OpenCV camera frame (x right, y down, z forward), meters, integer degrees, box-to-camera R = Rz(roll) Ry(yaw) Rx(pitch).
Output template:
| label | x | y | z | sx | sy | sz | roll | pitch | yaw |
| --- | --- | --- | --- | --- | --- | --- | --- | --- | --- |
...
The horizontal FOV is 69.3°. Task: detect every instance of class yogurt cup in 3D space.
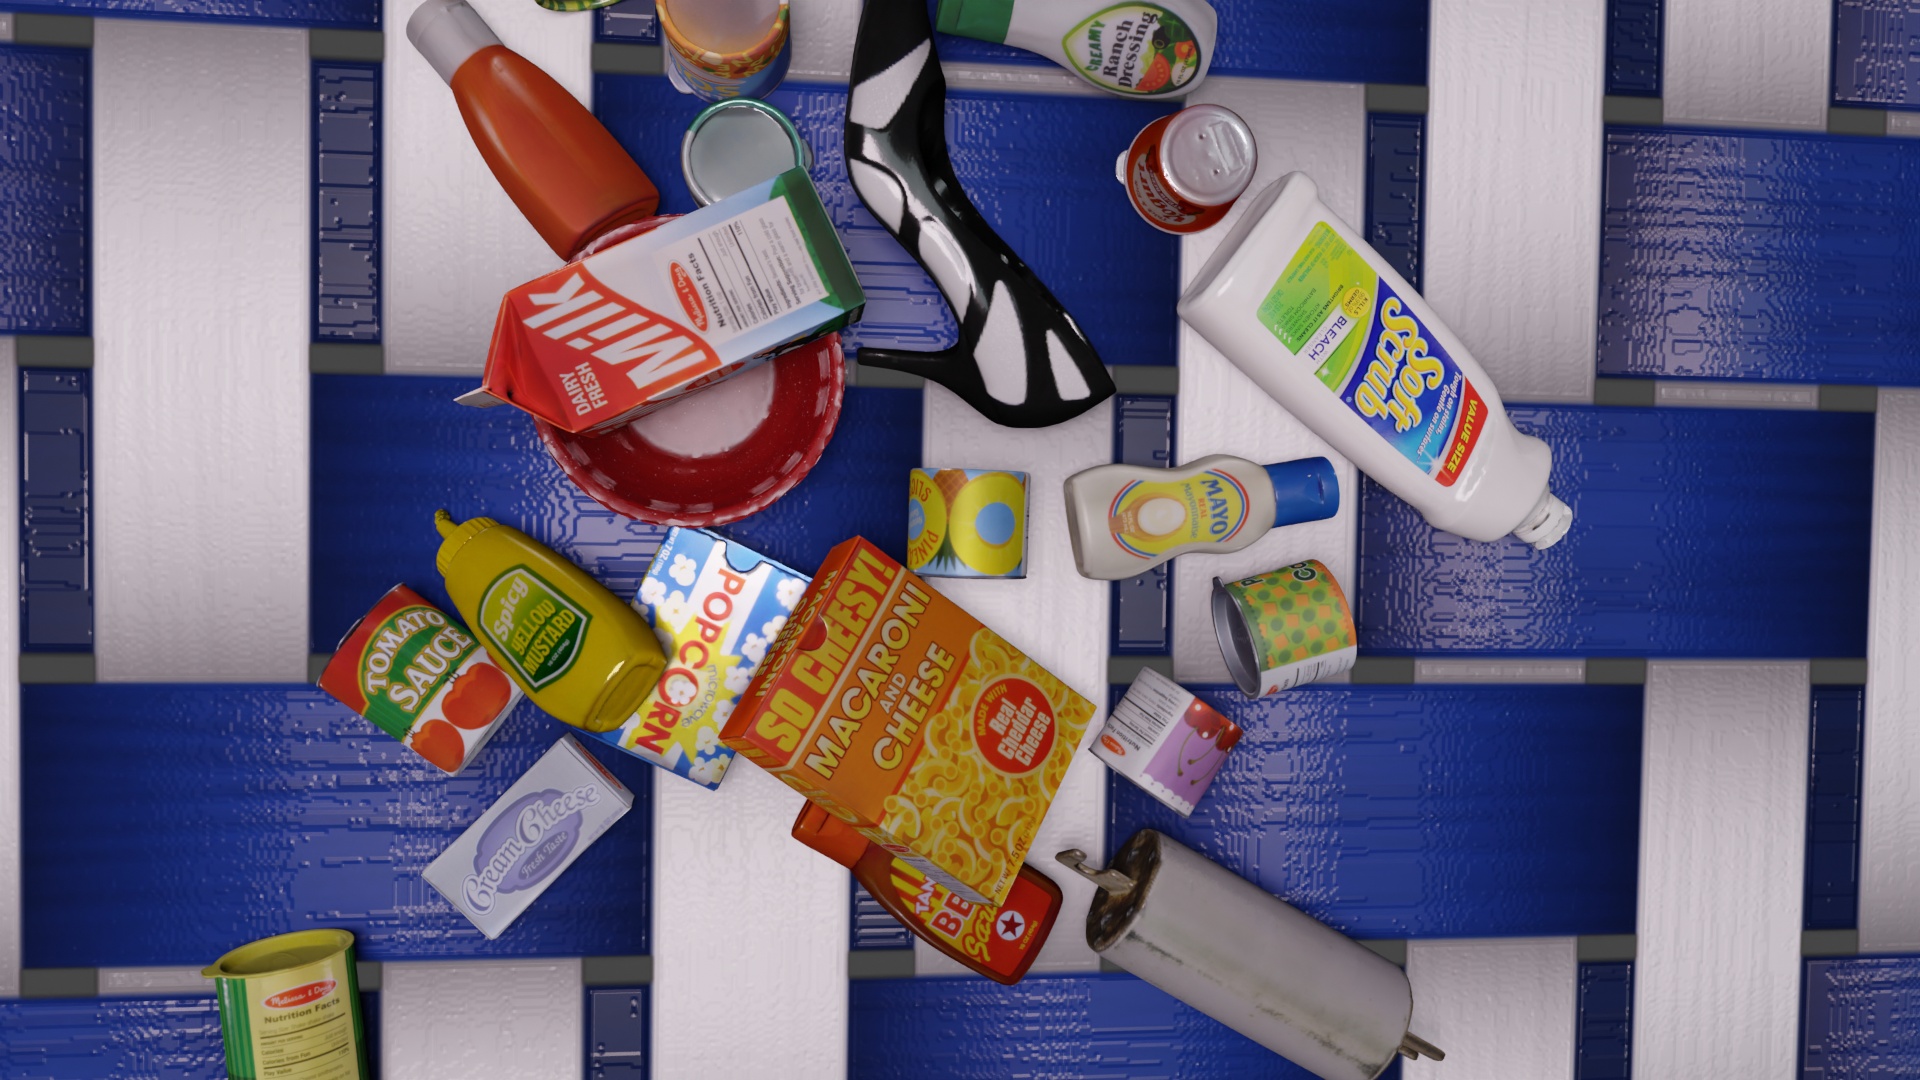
| label | x | y | z | sx | sy | sz | roll | pitch | yaw |
| --- | --- | --- | --- | --- | --- | --- | --- | --- | --- |
| yogurt cup | 0.129 | -0.206 | 0.763 | 0.072 | 0.054 | 0.072 | 0 | 92 | -7 |

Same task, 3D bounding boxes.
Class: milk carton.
| label | x | y | z | sx | sy | sz | roll | pitch | yaw |
| --- | --- | --- | --- | --- | --- | --- | --- | --- | --- |
| milk carton | -0.147 | -0.104 | 0.669 | 0.191 | 0.072 | 0.073 | -25 | 94 | -7 |

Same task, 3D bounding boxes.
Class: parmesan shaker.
| label | x | y | z | sx | sy | sz | roll | pitch | yaw |
| --- | --- | --- | --- | --- | --- | --- | --- | --- | --- |
| parmesan shaker | -0.346 | 0.262 | 0.716 | 0.071 | 0.071 | 0.103 | -5 | 93 | -6 |

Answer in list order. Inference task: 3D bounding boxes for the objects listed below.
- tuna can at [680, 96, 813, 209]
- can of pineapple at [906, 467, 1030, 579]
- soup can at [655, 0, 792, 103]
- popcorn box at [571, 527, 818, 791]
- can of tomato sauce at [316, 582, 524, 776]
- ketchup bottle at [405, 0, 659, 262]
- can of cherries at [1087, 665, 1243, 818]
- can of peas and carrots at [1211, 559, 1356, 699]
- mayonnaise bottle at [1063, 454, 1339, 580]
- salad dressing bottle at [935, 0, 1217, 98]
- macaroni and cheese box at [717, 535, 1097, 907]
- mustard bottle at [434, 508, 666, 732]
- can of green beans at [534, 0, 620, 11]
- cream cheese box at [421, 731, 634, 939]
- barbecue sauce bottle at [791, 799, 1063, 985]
| label | x | y | z | sx | sy | sz | roll | pitch | yaw |
| --- | --- | --- | --- | --- | --- | --- | --- | --- | --- |
| tuna can | -0.114 | -0.203 | 0.746 | 0.071 | 0.033 | 0.071 | 0 | 92 | -6 |
| can of pineapple | 0.003 | -0.009 | 0.748 | 0.071 | 0.071 | 0.058 | 2 | 91 | -7 |
| soup can | -0.123 | -0.266 | 0.717 | 0.071 | 0.084 | 0.071 | 0 | 93 | -6 |
| popcorn box | -0.142 | 0.060 | 0.748 | 0.085 | 0.038 | 0.126 | 26 | 89 | -6 |
| can of tomato sauce | -0.275 | 0.072 | 0.717 | 0.083 | 0.071 | 0.071 | 37 | 88 | -7 |
| ketchup bottle | -0.226 | -0.217 | 0.722 | 0.149 | 0.043 | 0.065 | 50 | 52 | 0 |
| can of cherries | 0.115 | 0.111 | 0.767 | 0.071 | 0.071 | 0.058 | 34 | 87 | -7 |
| can of peas and carrots | 0.178 | 0.046 | 0.771 | 0.059 | 0.071 | 0.071 | -16 | 94 | -6 |
| mayonnaise bottle | 0.135 | -0.019 | 0.776 | 0.148 | 0.041 | 0.064 | -9 | 91 | -6 |
| salad dressing bottle | 0.062 | -0.279 | 0.749 | 0.148 | 0.064 | 0.044 | 9 | 48 | -8 |
| macaroni and cheese box | -0.023 | 0.095 | 0.726 | 0.166 | 0.040 | 0.124 | 37 | 64 | -17 |
| mustard bottle | -0.224 | 0.032 | 0.716 | 0.160 | 0.049 | 0.065 | 37 | 91 | 20 |
| can of green beans | -0.197 | -0.313 | 0.716 | 0.071 | 0.071 | 0.057 | -18 | 95 | -6 |
| cream cheese box | -0.232 | 0.159 | 0.748 | 0.104 | 0.024 | 0.053 | -44 | 96 | -3 |
| barbecue sauce bottle | -0.021 | 0.182 | 0.763 | 0.148 | 0.043 | 0.065 | 31 | 83 | -6 |
